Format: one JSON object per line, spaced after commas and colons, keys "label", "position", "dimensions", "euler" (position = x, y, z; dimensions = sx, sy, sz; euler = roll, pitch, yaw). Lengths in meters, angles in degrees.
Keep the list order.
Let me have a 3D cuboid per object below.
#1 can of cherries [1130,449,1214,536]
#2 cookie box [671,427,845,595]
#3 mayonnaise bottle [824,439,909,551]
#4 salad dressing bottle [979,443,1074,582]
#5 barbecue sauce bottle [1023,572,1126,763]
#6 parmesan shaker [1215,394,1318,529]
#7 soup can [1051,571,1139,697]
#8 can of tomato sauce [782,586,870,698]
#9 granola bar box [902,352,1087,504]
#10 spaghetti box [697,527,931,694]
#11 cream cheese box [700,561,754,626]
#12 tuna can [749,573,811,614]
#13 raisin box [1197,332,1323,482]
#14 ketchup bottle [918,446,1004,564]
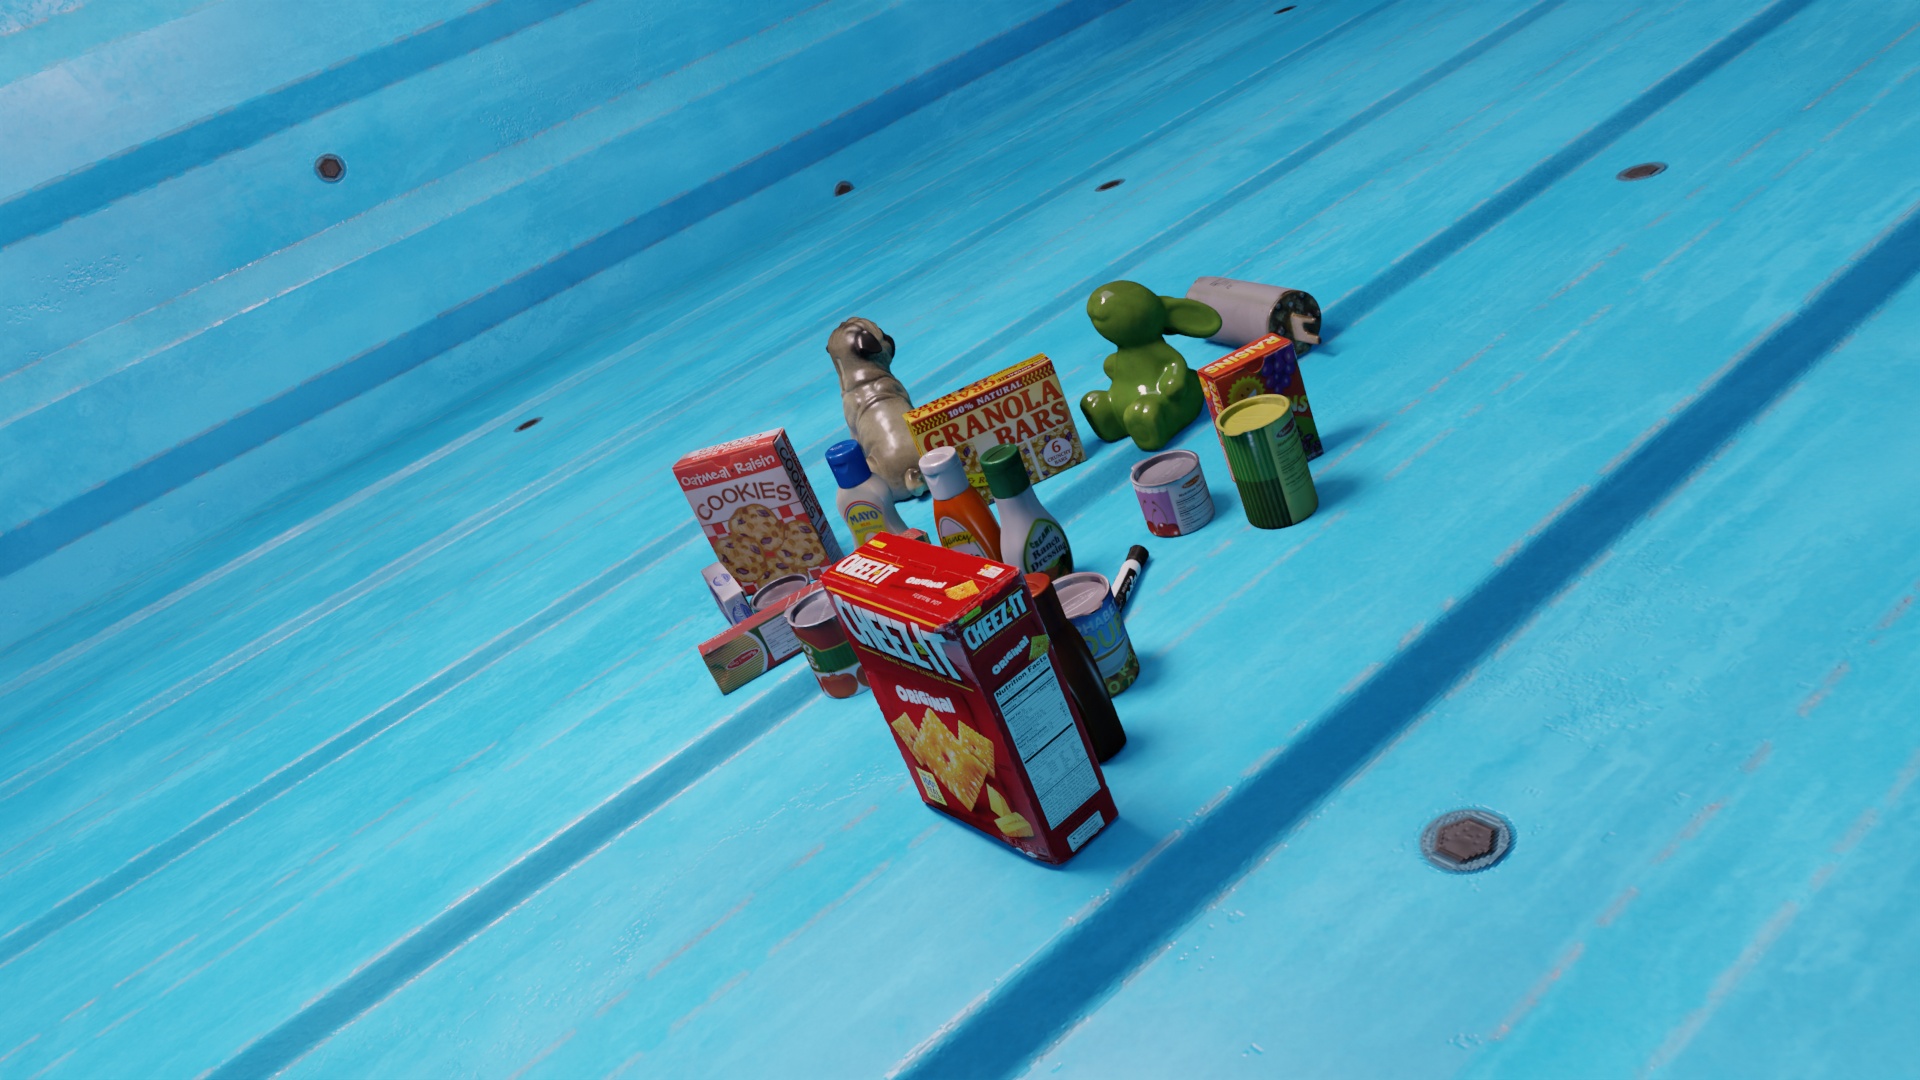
{"label": "can of cherries", "position": [0.198, -0.045, 1.301], "dimensions": [0.071, 0.058, 0.072], "euler": [-18, 25, 9]}
{"label": "cookie box", "position": [-0.213, -0.028, 1.476], "dimensions": [0.123, 0.166, 0.040], "euler": [-14, 27, 19]}
{"label": "mayonnaise bottle", "position": [-0.093, -0.030, 1.406], "dimensions": [0.064, 0.147, 0.041], "euler": [-13, 27, 20]}
{"label": "salad dressing bottle", "position": [0.058, -0.016, 1.255], "dimensions": [0.064, 0.147, 0.044], "euler": [-36, 28, -25]}
{"label": "barbecue sauce bottle", "position": [0.073, 0.094, 1.026], "dimensions": [0.044, 0.148, 0.065], "euler": [-37, 28, -28]}
{"label": "parmesan shaker", "position": [0.271, -0.068, 1.234], "dimensions": [0.071, 0.102, 0.071], "euler": [-19, 25, 9]}
{"label": "soup can", "position": [0.101, 0.078, 1.109], "dimensions": [0.071, 0.083, 0.071], "euler": [-19, 25, 9]}
{"label": "can of tomato sauce", "position": [-0.112, 0.092, 1.258], "dimensions": [0.071, 0.082, 0.071], "euler": [-19, 25, 9]}
{"label": "granola bar box", "position": [0.039, -0.110, 1.483], "dimensions": [0.166, 0.123, 0.039], "euler": [-25, 25, -4]}
{"label": "spaghetti box", "position": [-0.136, 0.067, 1.365], "dimensions": [0.251, 0.050, 0.029], "euler": [-29, 26, -14]}
{"label": "cream cheese box", "position": [-0.240, 0.063, 1.454], "dimensions": [0.024, 0.053, 0.104], "euler": [-29, 26, -13]}
{"label": "tuna can", "position": [-0.179, 0.066, 1.422], "dimensions": [0.071, 0.032, 0.071], "euler": [-18, 26, 9]}
{"label": "raisin box", "position": [0.282, -0.120, 1.304], "dimensions": [0.086, 0.123, 0.040], "euler": [-26, 25, -7]}
{"label": "ketchup bottle", "position": [0.005, -0.016, 1.298], "dimensions": [0.064, 0.148, 0.044], "euler": [-1, 33, 39]}
